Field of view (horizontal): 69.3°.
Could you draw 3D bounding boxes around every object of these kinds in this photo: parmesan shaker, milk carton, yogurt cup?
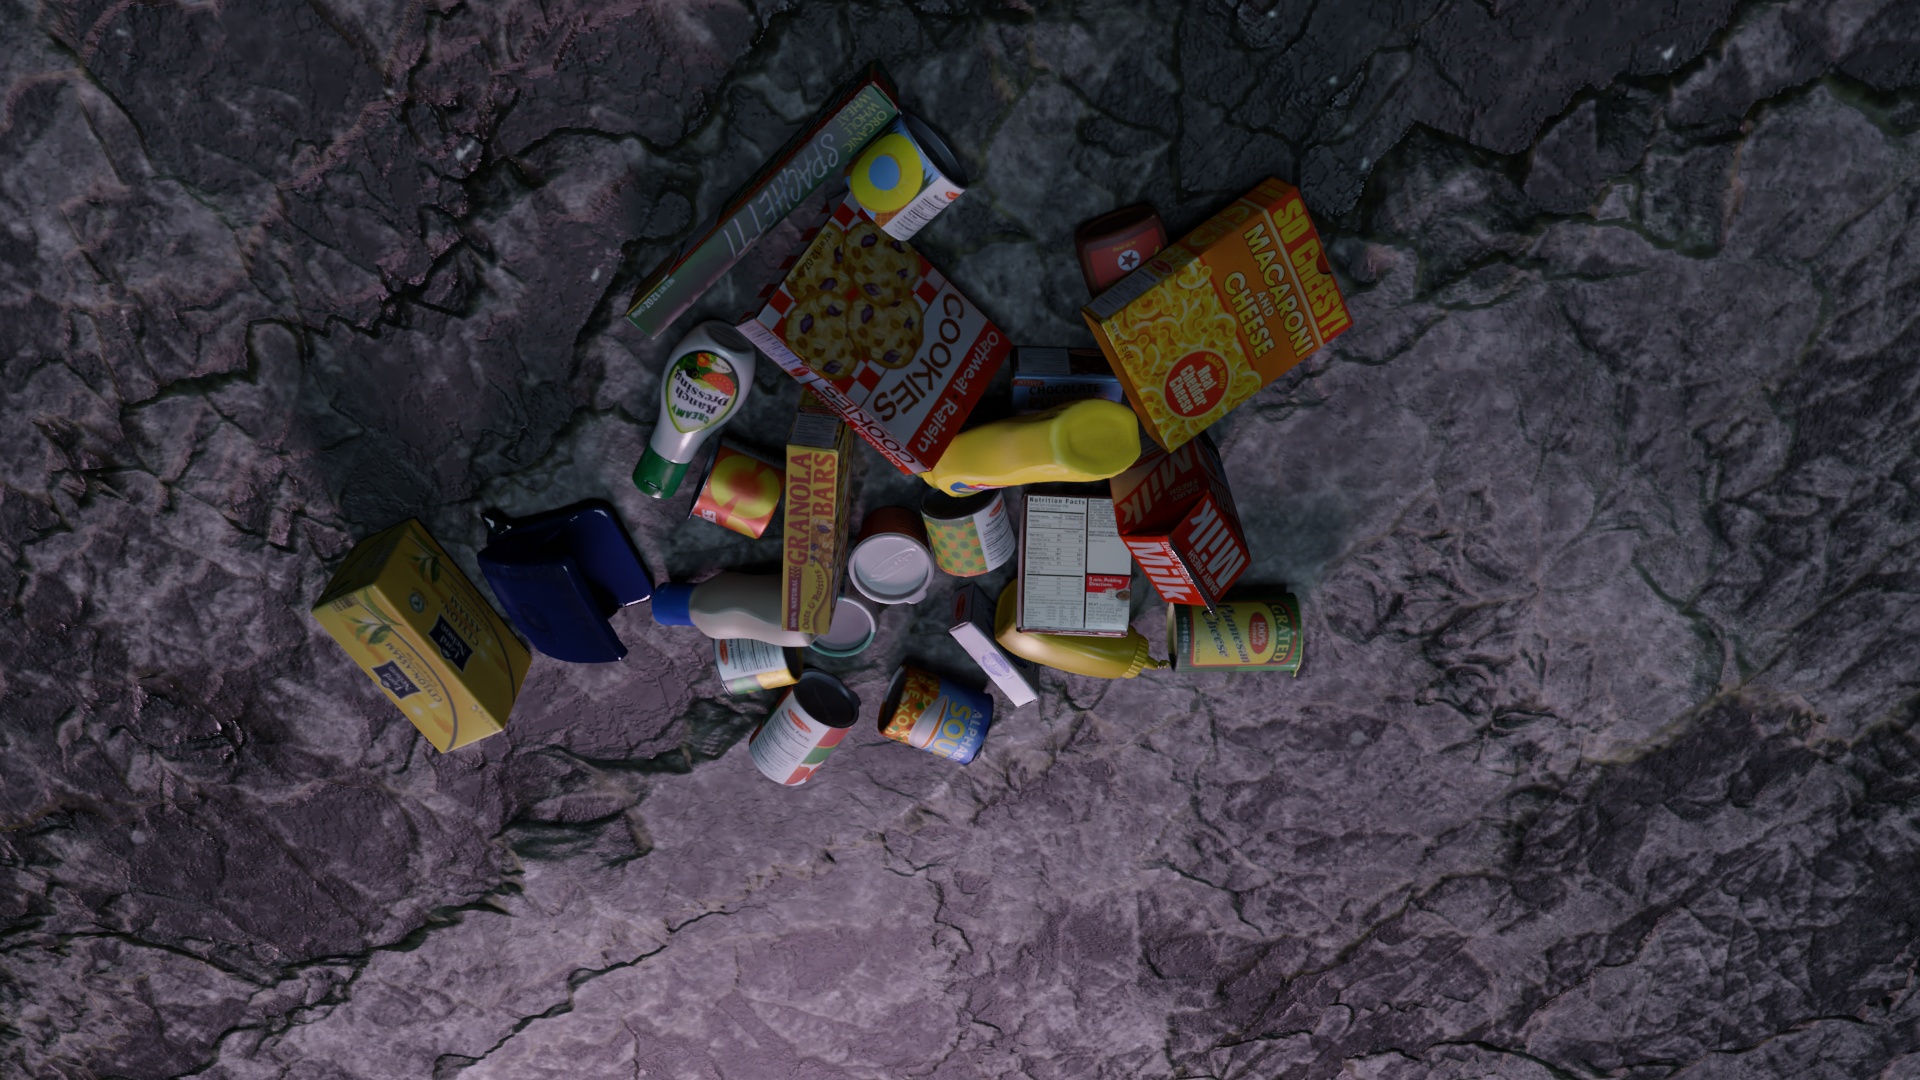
[{"bbox_3d":[0.228,0.081,1.164,0.103,0.072,0.071,-2,124,1],"label":"parmesan shaker"},{"bbox_3d":[0.158,-0.025,1.021,0.073,0.191,0.072,-27,120,17],"label":"milk carton"},{"bbox_3d":[-0.055,0.009,1.124,0.072,0.054,0.072,0,124,0],"label":"yogurt cup"}]

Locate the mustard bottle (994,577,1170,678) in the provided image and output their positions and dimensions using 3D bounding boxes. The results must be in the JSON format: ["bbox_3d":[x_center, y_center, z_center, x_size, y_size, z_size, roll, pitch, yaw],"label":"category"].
[{"bbox_3d":[0.107,0.084,1.169,0.160,0.065,0.048,22,143,-17],"label":"mustard bottle"}]

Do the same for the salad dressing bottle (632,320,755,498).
[{"bbox_3d":[-0.206,-0.097,1.059,0.064,0.044,0.147,27,120,-12],"label":"salad dressing bottle"}]

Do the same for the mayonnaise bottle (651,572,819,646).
[{"bbox_3d":[-0.181,0.054,1.137,0.148,0.065,0.041,1,131,23],"label":"mayonnaise bottle"}]

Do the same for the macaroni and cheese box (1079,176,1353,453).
[{"bbox_3d":[0.185,-0.159,0.988,0.166,0.040,0.123,-35,123,-1],"label":"macaroni and cheese box"}]

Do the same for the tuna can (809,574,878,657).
[{"bbox_3d":[-0.105,0.065,1.174,0.071,0.033,0.070,0,123,-1],"label":"tuna can"}]

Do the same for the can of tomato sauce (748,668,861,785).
[{"bbox_3d":[-0.137,0.164,1.221,0.071,0.071,0.082,28,120,-18],"label":"can of tomato sauce"}]

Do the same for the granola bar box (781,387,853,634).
[{"bbox_3d":[-0.106,-0.031,1.055,0.039,0.125,0.164,6,124,-1],"label":"granola bar box"}]

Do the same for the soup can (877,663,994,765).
[{"bbox_3d":[-0.022,0.153,1.209,0.084,0.072,0.071,21,121,-14],"label":"soup can"}]

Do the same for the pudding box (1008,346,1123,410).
[{"bbox_3d":[0.079,-0.121,1.042,0.084,0.050,0.030,2,125,-1],"label":"pudding box"}]

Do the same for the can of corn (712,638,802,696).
[{"bbox_3d":[-0.170,0.094,1.175,0.058,0.071,0.071,-12,123,7],"label":"can of corn"}]

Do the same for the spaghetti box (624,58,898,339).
[{"bbox_3d":[-0.139,-0.234,0.965,0.249,0.050,0.028,-37,118,21],"label":"spaghetti box"}]

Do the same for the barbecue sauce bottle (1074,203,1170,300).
[{"bbox_3d":[0.133,-0.167,1.015,0.065,0.044,0.148,-20,122,4],"label":"barbecue sauce bottle"}]

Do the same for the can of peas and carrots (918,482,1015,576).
[{"bbox_3d":[0.004,-0.014,1.104,0.071,0.071,0.058,-12,124,7],"label":"can of peas and carrots"}]

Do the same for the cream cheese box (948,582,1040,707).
[{"bbox_3d":[0.031,0.089,1.178,0.024,0.054,0.103,-28,119,24],"label":"cream cheese box"}]

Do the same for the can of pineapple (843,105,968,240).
[{"bbox_3d":[-0.038,-0.249,0.947,0.057,0.071,0.071,-37,116,22],"label":"can of pineapple"}]

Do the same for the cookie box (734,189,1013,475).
[{"bbox_3d":[-0.056,-0.145,0.986,0.167,0.123,0.040,41,158,-23],"label":"cookie box"}]

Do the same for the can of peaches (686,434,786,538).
[{"bbox_3d":[-0.173,-0.039,1.083,0.058,0.071,0.071,22,121,-15],"label":"can of peaches"}]
